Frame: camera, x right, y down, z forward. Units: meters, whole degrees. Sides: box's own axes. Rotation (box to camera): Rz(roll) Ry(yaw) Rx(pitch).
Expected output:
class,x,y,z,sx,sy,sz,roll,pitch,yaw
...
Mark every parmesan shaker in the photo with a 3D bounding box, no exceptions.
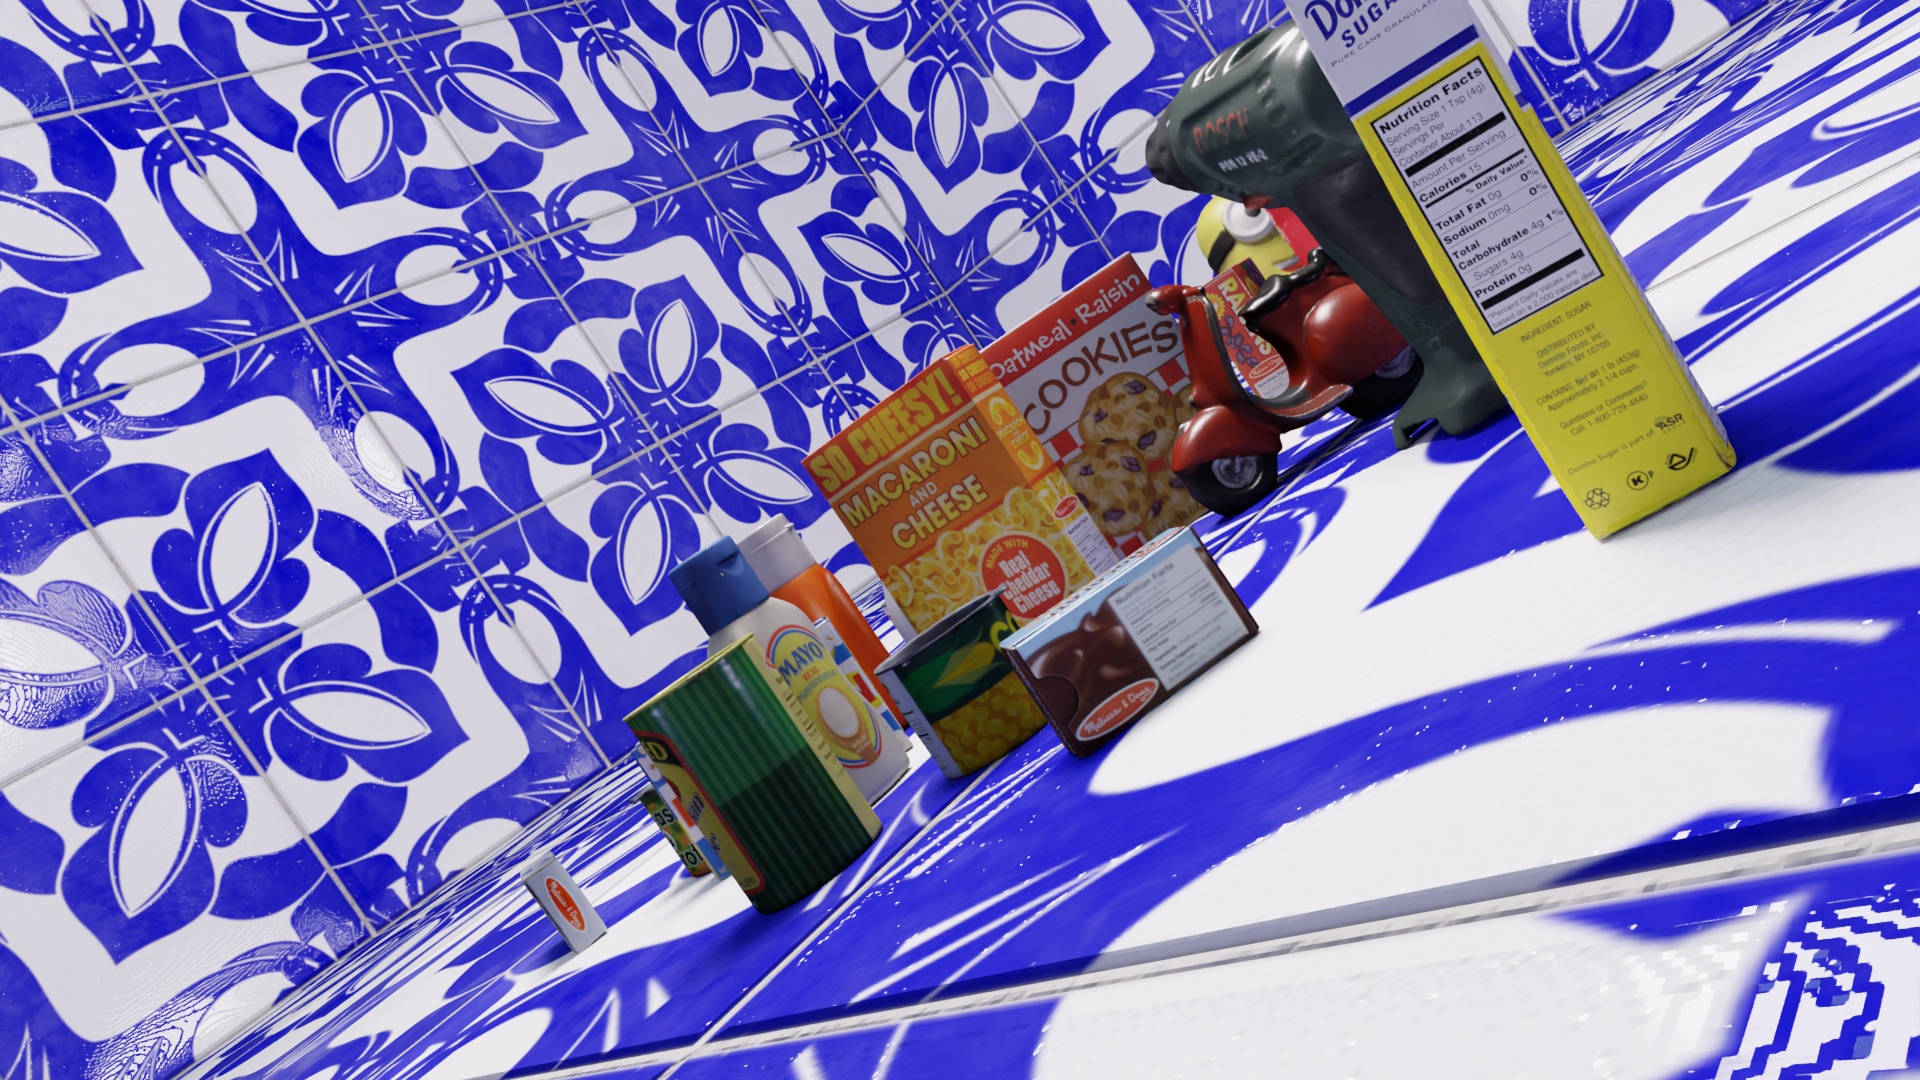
class,x,y,z,sx,sy,sz,roll,pitch,yaw
parmesan shaker,-0.088,0.100,0.597,0.071,0.103,0.071,-34,2,2

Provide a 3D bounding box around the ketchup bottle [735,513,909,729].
class,x,y,z,sx,sy,sz,roll,pitch,yaw
ketchup bottle,-0.081,0.054,0.842,0.043,0.148,0.065,-33,2,14

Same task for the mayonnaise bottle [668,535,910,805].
class,x,y,z,sx,sy,sz,roll,pitch,yaw
mayonnaise bottle,-0.088,0.068,0.682,0.041,0.148,0.065,-32,3,40

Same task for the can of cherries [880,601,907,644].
class,x,y,z,sx,sy,sz,roll,pitch,yaw
can of cherries,-0.014,0.053,1.035,0.071,0.058,0.071,-34,2,2

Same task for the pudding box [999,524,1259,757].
class,x,y,z,sx,sy,sz,roll,pitch,yaw
pudding box,0.062,0.036,0.517,0.084,0.049,0.030,-34,2,-10

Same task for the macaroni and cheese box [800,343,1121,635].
class,x,y,z,sx,sy,sz,roll,pitch,yaw
macaroni and cheese box,0.003,-0.010,0.794,0.123,0.166,0.040,-32,3,34

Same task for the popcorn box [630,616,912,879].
class,x,y,z,sx,sy,sz,roll,pitch,yaw
popcorn box,-0.101,0.111,0.753,0.127,0.085,0.038,-34,2,-9

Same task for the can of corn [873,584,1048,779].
class,x,y,z,sx,sy,sz,roll,pitch,yaw
can of corn,0.007,0.062,0.617,0.071,0.058,0.071,-34,2,2

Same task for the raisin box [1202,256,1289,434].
class,x,y,z,sx,sy,sz,roll,pitch,yaw
raisin box,0.227,-0.147,1.034,0.040,0.123,0.086,-33,3,27

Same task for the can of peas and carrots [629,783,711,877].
class,x,y,z,sx,sy,sz,roll,pitch,yaw
can of peas and carrots,-0.145,0.153,0.801,0.071,0.058,0.071,-34,2,2

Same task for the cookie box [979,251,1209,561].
class,x,y,z,sx,sy,sz,roll,pitch,yaw
cookie box,0.102,-0.083,0.896,0.123,0.167,0.040,-34,2,6

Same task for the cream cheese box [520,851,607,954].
class,x,y,z,sx,sy,sz,roll,pitch,yaw
cream cheese box,-0.243,0.219,0.847,0.024,0.053,0.103,-35,3,-21

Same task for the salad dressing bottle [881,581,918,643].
class,x,y,z,sx,sy,sz,roll,pitch,yaw
salad dressing bottle,-0.035,0.017,0.964,0.064,0.147,0.044,-35,2,-18
